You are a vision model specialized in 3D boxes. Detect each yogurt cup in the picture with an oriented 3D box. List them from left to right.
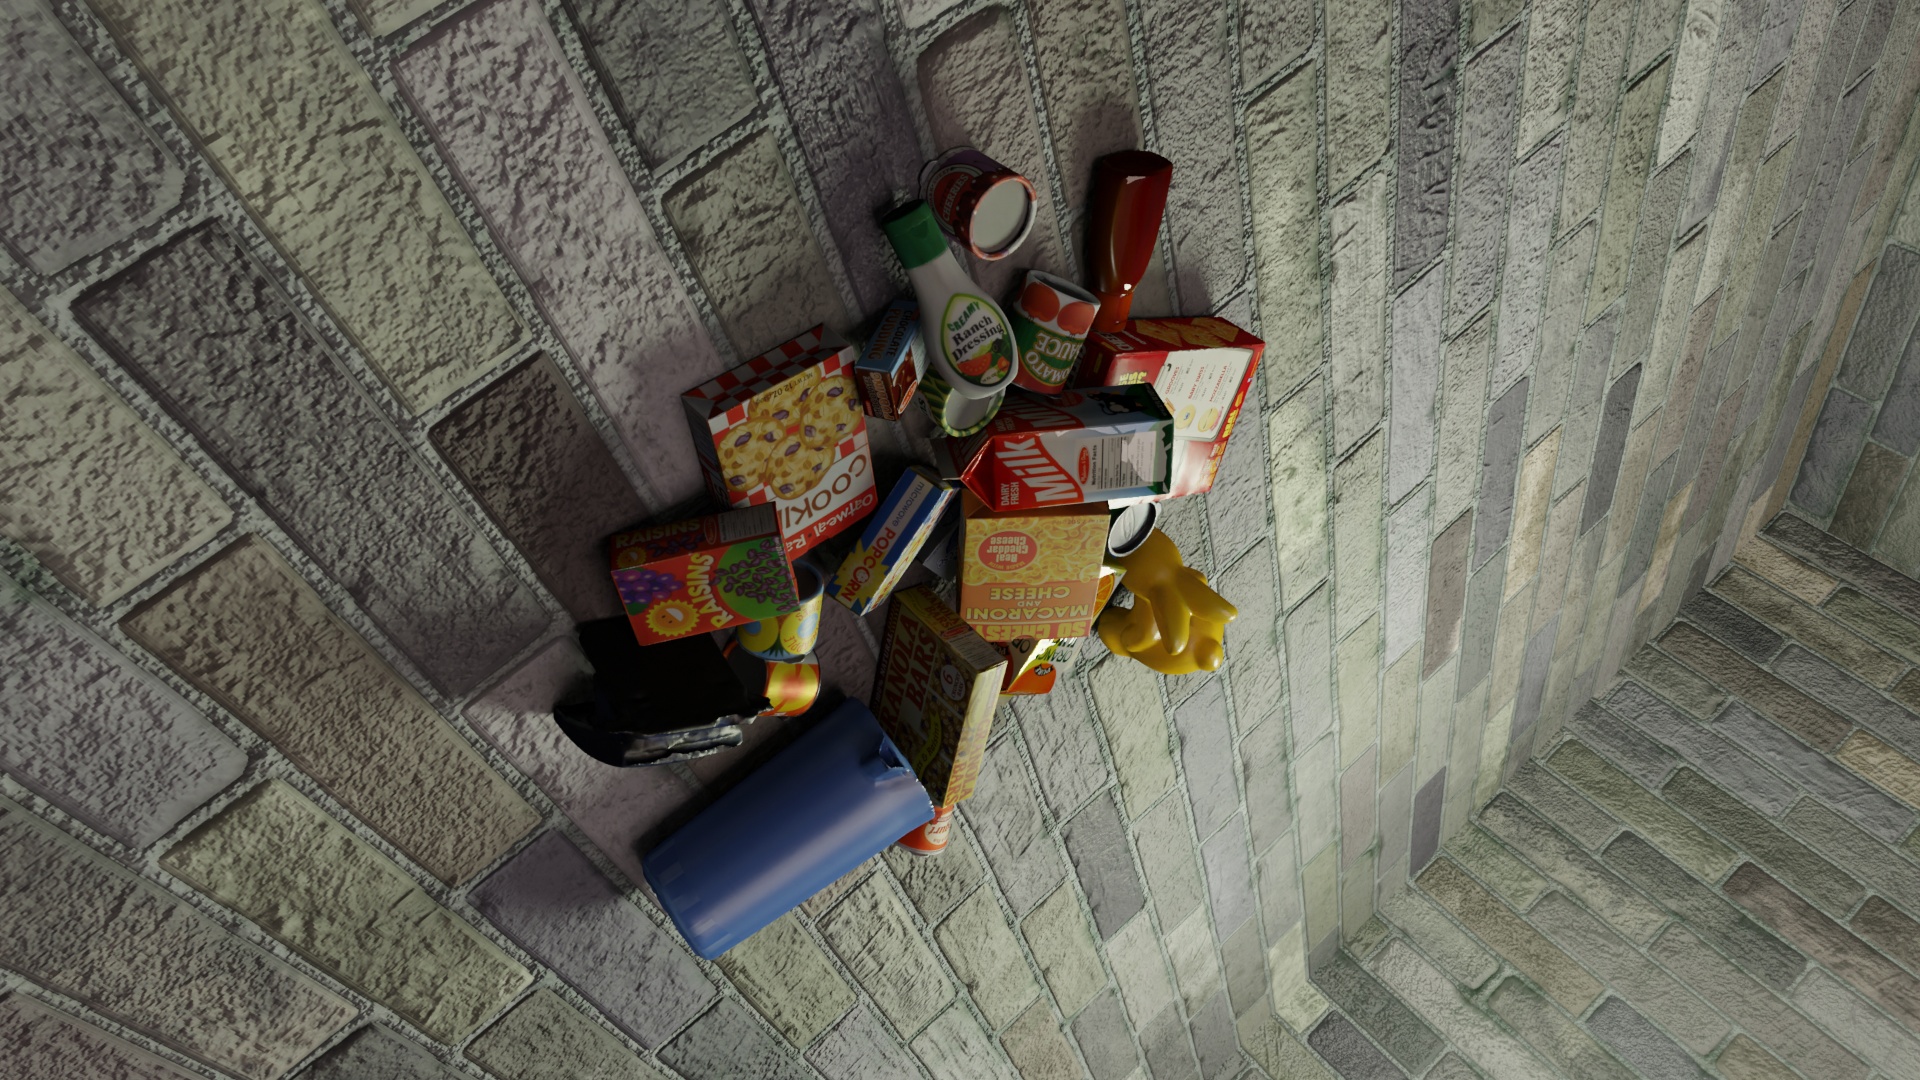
[{"bbox_3d":[-0.040,0.282,1.425,0.072,0.072,0.053,-1,114,-46],"label":"yogurt cup"}]

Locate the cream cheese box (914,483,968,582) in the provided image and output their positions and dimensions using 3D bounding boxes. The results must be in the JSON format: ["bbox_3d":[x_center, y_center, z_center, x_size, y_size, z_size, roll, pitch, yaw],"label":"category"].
[{"bbox_3d":[0.004,-0.016,1.237,0.104,0.024,0.053,-50,146,1],"label":"cream cheese box"}]

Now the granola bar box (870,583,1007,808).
[{"bbox_3d":[-0.025,0.142,1.260,0.039,0.124,0.164,-16,132,-37],"label":"granola bar box"}]

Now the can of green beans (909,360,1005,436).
[{"bbox_3d":[-0.007,-0.123,1.098,0.071,0.058,0.071,-28,139,-27],"label":"can of green beans"}]

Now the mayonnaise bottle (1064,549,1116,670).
[{"bbox_3d":[0.114,0.065,1.411,0.065,0.041,0.147,0,122,-45],"label":"mayonnaise bottle"}]

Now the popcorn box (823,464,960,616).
[{"bbox_3d":[-0.054,-0.002,1.144,0.126,0.038,0.085,-55,176,8],"label":"popcorn box"}]

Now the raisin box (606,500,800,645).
[{"bbox_3d":[-0.186,0.024,1.016,0.123,0.040,0.085,-13,136,-5],"label":"raisin box"}]

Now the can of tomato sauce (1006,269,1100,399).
[{"bbox_3d":[0.069,-0.168,1.128,0.071,0.071,0.082,0,121,-47],"label":"can of tomato sauce"}]

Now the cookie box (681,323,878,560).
[{"bbox_3d":[-0.129,-0.062,1.039,0.123,0.040,0.166,-32,141,-23],"label":"cookie box"}]

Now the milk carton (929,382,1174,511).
[{"bbox_3d":[0.074,-0.076,1.146,0.191,0.072,0.073,-6,122,-8],"label":"milk carton"}]

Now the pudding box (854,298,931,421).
[{"bbox_3d":[-0.047,-0.135,1.036,0.049,0.030,0.084,81,26,-48],"label":"pudding box"}]

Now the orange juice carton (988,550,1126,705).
[{"bbox_3d":[0.071,0.083,1.355,0.072,0.073,0.192,13,112,-52],"label":"orange juice carton"}]

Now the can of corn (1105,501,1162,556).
[{"bbox_3d":[0.151,-0.028,1.351,0.071,0.058,0.070,-28,139,-27],"label":"can of corn"}]

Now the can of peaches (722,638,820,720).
[{"bbox_3d":[-0.159,0.114,1.142,0.058,0.071,0.071,10,115,-49],"label":"can of peaches"}]

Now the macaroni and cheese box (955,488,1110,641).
[{"bbox_3d":[0.059,0.023,1.220,0.124,0.040,0.165,-2,137,-5],"label":"macaroni and cheese box"}]

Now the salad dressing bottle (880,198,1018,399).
[{"bbox_3d":[-0.009,-0.175,1.012,0.064,0.044,0.147,-35,115,-11],"label":"salad dressing bottle"}]

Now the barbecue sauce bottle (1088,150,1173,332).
[{"bbox_3d":[0.133,-0.245,1.151,0.065,0.044,0.147,-22,136,-33],"label":"barbecue sauce bottle"}]

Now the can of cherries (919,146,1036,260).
[{"bbox_3d":[0.011,-0.245,1.008,0.072,0.058,0.071,-28,140,-27],"label":"can of cherries"}]

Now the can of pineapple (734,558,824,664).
[{"bbox_3d":[-0.143,0.054,1.104,0.071,0.071,0.057,-18,133,-36],"label":"can of pineapple"}]
